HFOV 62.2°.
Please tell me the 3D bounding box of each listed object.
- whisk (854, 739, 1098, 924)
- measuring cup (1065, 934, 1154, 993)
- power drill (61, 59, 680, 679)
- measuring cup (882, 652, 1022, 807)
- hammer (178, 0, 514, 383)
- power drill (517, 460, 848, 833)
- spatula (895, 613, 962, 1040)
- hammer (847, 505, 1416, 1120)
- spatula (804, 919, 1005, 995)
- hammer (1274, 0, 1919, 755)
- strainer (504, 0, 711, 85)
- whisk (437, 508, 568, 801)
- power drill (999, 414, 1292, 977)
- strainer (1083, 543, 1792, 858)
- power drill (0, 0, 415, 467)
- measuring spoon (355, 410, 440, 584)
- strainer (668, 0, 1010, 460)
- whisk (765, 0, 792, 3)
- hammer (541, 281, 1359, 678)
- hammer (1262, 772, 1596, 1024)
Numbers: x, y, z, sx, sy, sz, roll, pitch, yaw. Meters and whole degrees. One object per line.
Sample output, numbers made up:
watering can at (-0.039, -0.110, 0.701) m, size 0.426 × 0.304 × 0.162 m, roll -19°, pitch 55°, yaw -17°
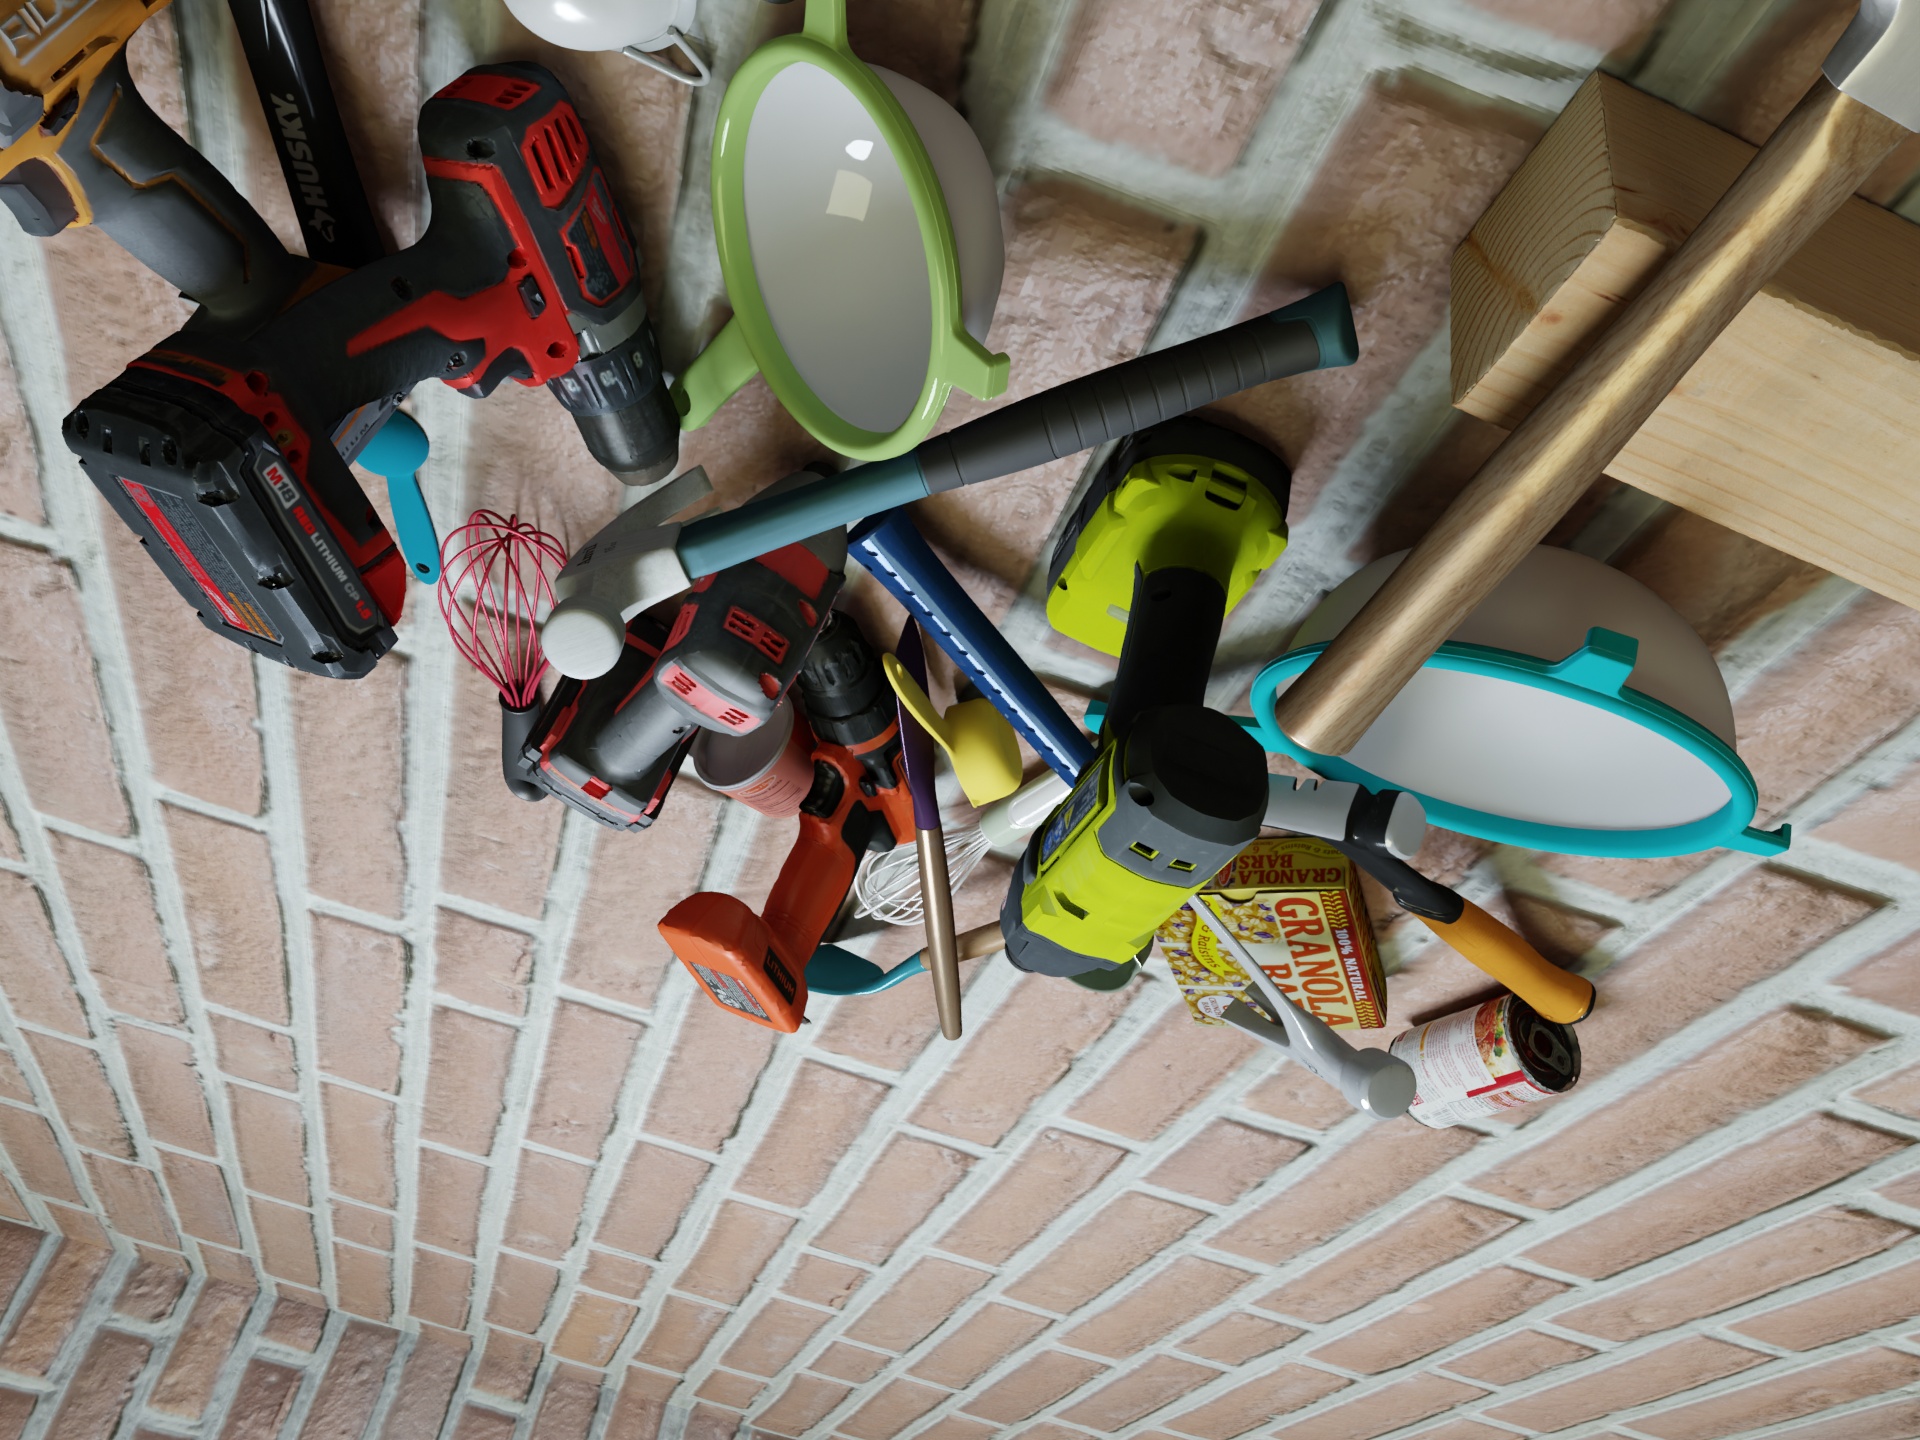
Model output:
whisk at (0.015, 0.067, 0.943) m, size 0.246 × 0.059 × 0.058 m, roll -35°, pitch 94°, yaw 41°
measuring cup at (0.082, 0.092, 0.967) m, size 0.083 × 0.038 × 0.167 m, roll 18°, pitch 129°, yaw 29°
power drill at (-0.200, -0.119, 0.620) m, size 0.080 × 0.227 × 0.187 m, roll 18°, pitch 146°, yaw 27°
measuring cup at (-0.001, -0.003, 0.823) m, size 0.029 × 0.062 × 0.156 m, roll -17°, pitch 154°, yaw 13°
hammer at (-0.266, -0.269, 0.601) m, size 0.146 × 0.035 × 0.334 m, roll 10°, pitch 143°, yaw 4°
power drill at (-0.129, -0.036, 0.785) m, size 0.078 × 0.143 × 0.219 m, roll 34°, pitch 146°, yaw -18°
spatula at (-0.016, 0.075, 0.906) m, size 0.018 × 0.060 × 0.315 m, roll 3°, pitch 129°, yaw 11°
hammer at (0.081, 0.050, 0.826) m, size 0.405 × 0.035 × 0.144 m, roll 49°, pitch 170°, yaw -18°
spatula at (-0.008, 0.135, 1.007) m, size 0.317 × 0.044 × 0.082 m, roll -24°, pitch 171°, yaw 39°
hammer at (0.205, -0.098, 0.513) m, size 0.130 × 0.031 × 0.331 m, roll 23°, pitch 133°, yaw -11°
strainer at (-0.169, -0.308, 0.518) m, size 0.087 × 0.050 × 0.258 m, roll 1°, pitch 141°, yaw 40°
whisk at (-0.251, -0.023, 0.904) m, size 0.073 × 0.073 × 0.295 m, roll 16°, pitch 149°, yaw -3°
power drill at (0.073, -0.007, 0.678) m, size 0.080 × 0.223 × 0.171 m, roll 22°, pitch 143°, yaw -10°
strainer at (0.199, -0.024, 0.745) m, size 0.340 × 0.095 × 0.210 m, roll 5°, pitch 158°, yaw 47°
power drill at (-0.310, -0.165, 0.569) m, size 0.084 × 0.185 × 0.226 m, roll 13°, pitch 149°, yaw 24°
measuring spoon at (-0.292, -0.109, 0.827) m, size 0.042 × 0.021 × 0.128 m, roll 11°, pitch 142°, yaw 4°
strainer at (-0.051, -0.170, 0.637) m, size 0.256 × 0.069 × 0.151 m, roll -18°, pitch 96°, yaw 61°
whisk at (-0.134, -0.330, 0.467) m, size 0.070 × 0.070 × 0.284 m, roll -14°, pitch 141°, yaw 32°
hammer at (-0.002, -0.103, 0.628) m, size 0.331 × 0.128 × 0.033 m, roll -19°, pitch 116°, yaw 5°
hammer at (0.260, 0.105, 0.876) m, size 0.127 × 0.034 × 0.336 m, roll 7°, pitch 161°, yaw 46°
